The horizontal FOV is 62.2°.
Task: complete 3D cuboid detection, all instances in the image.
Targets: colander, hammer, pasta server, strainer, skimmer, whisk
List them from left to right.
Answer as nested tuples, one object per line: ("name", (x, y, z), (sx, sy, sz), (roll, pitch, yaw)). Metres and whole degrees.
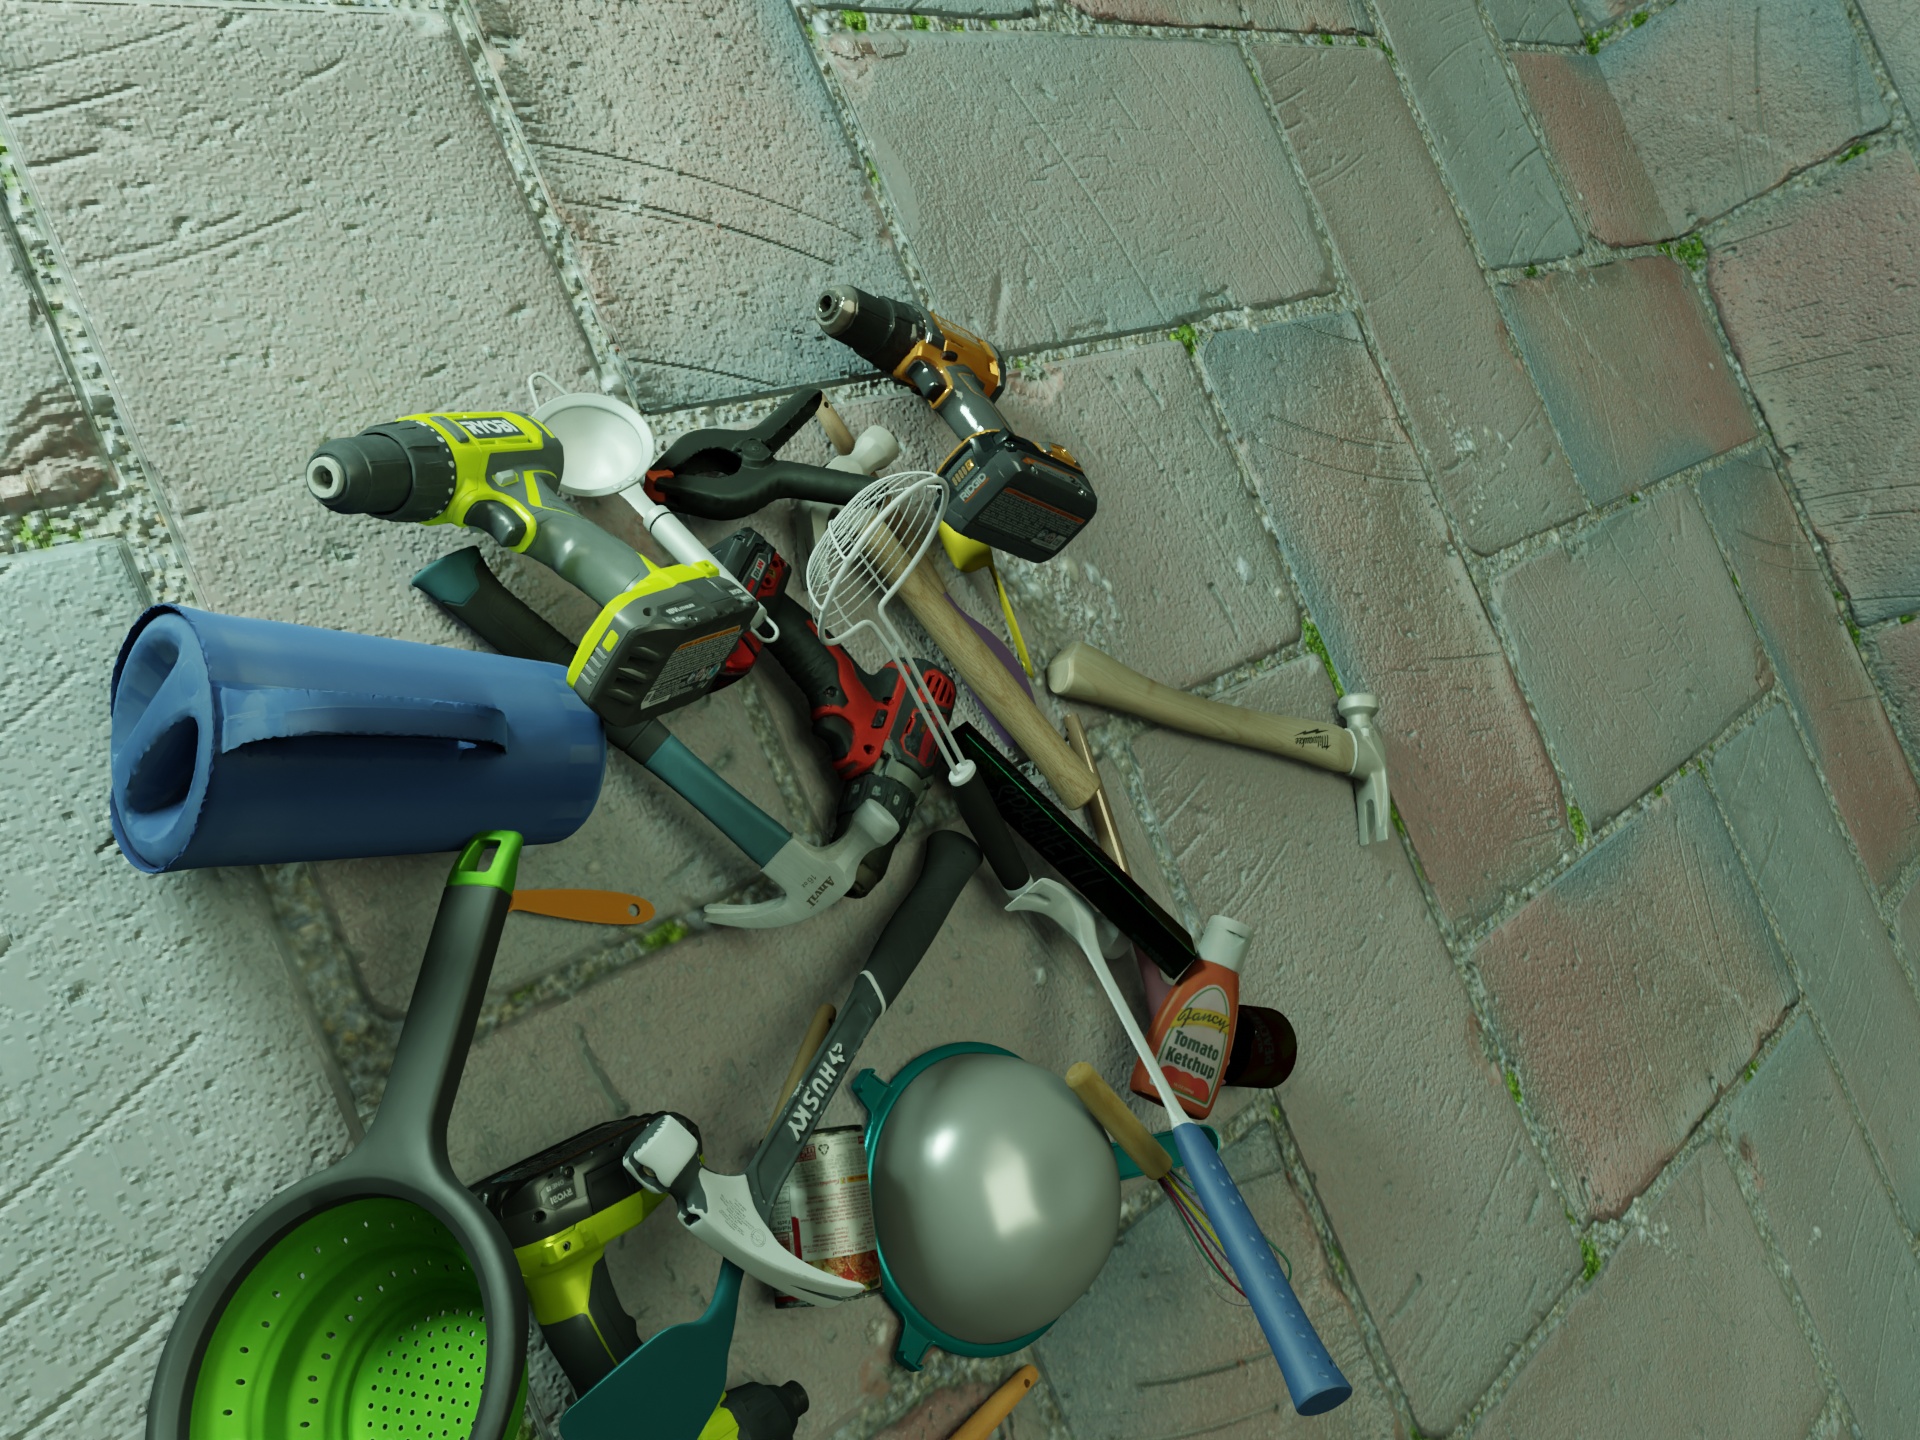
("colander", (-0.268, 0.253, 0.808), (0.094, 0.204, 0.397), (52, 42, -56))
("hammer", (-0.202, 0.008, 1.004), (0.331, 0.033, 0.128), (42, 94, -11))
("strainer", (-0.203, -0.133, 1.036), (0.087, 0.050, 0.259), (-34, 66, -27))
("hammer", (-0.059, 0.189, 1.011), (0.149, 0.036, 0.409), (46, 33, -7))
("hammer", (-0.004, -0.060, 1.219), (0.331, 0.031, 0.130), (51, 59, -14))
("skimmer", (-0.002, -0.003, 1.071), (0.127, 0.090, 0.362), (-47, 129, -28))
("strainer", (0.088, 0.319, 1.119), (0.340, 0.095, 0.211), (1, 73, -39))
("pasta server", (0.141, 0.142, 1.273), (0.040, 0.060, 0.316), (-11, 76, -26))
("hammer", (0.144, 0.268, 1.075), (0.143, 0.035, 0.406), (35, 21, -45))
("whisk", (0.153, 0.327, 1.104), (0.244, 0.051, 0.047), (51, 33, -16))
("hammer", (0.241, 0.011, 1.412), (0.410, 0.038, 0.146), (14, 66, -36))

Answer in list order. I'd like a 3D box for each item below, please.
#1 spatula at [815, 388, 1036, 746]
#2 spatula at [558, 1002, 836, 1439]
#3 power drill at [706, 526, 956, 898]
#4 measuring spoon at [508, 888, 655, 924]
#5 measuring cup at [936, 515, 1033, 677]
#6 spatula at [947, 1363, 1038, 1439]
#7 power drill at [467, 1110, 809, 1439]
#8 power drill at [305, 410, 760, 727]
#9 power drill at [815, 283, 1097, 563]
("spatula", (-0.029, -0.120, 1.246), (0.060, 0.018, 0.316), (-39, 101, -38))
("spatula", (-0.128, 0.281, 0.910), (0.082, 0.044, 0.318), (58, 30, -26))
("power drill", (-0.109, -0.002, 1.095), (0.226, 0.080, 0.188), (38, 53, -27))
("measuring spoon", (-0.241, 0.114, 0.981), (0.116, 0.011, 0.021), (11, 66, -41))
("measuring cup", (0.020, -0.100, 1.269), (0.029, 0.062, 0.156), (-24, 105, -7))
("spatula", (-0.055, 0.497, 0.978), (0.322, 0.041, 0.081), (-26, 91, -47))
("power drill", (-0.178, 0.345, 0.898), (0.171, 0.080, 0.223), (-17, 88, -48))
("power drill", (-0.248, -0.099, 0.929), (0.228, 0.080, 0.190), (38, 21, 8))
("power drill", (-0.009, -0.238, 1.216), (0.185, 0.084, 0.226), (14, 39, -47))
